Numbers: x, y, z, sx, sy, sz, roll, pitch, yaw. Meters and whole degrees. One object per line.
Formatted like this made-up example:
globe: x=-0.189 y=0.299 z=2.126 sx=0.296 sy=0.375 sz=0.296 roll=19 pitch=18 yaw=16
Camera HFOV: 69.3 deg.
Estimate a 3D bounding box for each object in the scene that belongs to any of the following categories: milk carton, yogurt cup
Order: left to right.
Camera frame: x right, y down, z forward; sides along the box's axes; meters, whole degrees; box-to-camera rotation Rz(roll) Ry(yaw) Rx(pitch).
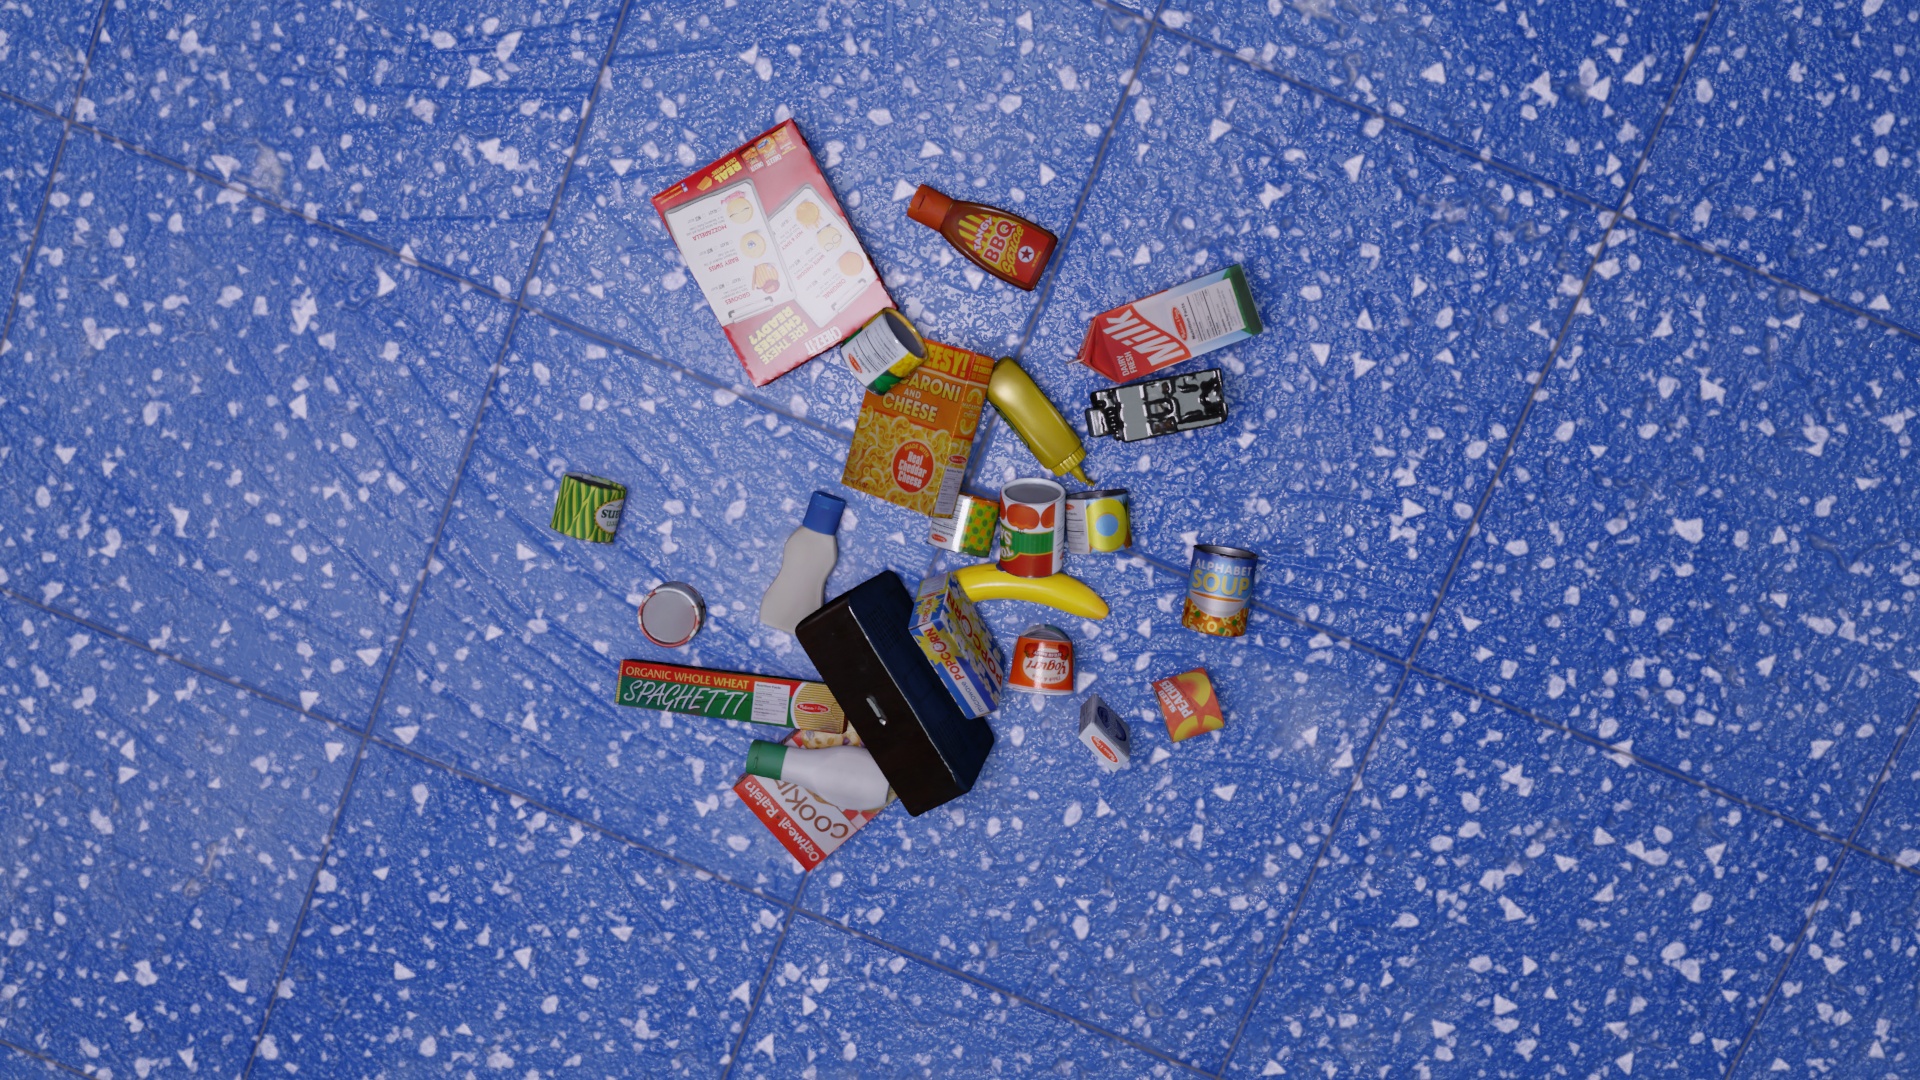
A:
yogurt cup: x=0.083 y=0.125 z=1.402 sx=0.072 sy=0.072 sz=0.054 roll=5 pitch=90 yaw=2
milk carton: x=0.195 y=-0.208 z=1.385 sx=0.190 sy=0.072 sz=0.073 roll=-20 pitch=96 yaw=4

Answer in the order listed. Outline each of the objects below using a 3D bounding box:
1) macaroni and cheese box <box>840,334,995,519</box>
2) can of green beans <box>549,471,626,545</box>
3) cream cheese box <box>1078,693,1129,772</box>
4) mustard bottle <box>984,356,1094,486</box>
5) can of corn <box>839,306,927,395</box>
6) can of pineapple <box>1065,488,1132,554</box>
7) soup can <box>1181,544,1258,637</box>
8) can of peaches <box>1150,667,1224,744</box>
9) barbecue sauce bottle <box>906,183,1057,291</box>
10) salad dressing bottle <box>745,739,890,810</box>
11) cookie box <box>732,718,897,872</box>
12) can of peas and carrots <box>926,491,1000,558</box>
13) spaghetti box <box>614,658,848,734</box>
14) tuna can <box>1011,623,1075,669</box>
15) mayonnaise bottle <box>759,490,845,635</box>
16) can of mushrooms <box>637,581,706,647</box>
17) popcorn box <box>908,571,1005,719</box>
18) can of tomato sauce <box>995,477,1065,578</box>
macaroni and cheese box: x=-0.044 y=-0.119 z=1.394 sx=0.124 sy=0.040 sz=0.166 roll=21 pitch=99 yaw=34
can of green beans: x=-0.384 y=-0.034 z=1.433 sx=0.071 sy=0.071 sz=0.057 roll=17 pitch=98 yaw=0
cream cheese box: x=0.147 y=0.196 z=1.422 sx=0.024 sy=0.104 sz=0.053 roll=-44 pitch=93 yaw=12
mustard bottle: x=0.082 y=-0.113 z=1.407 sx=0.049 sy=0.065 sz=0.160 roll=-40 pitch=98 yaw=3
can of corn: x=-0.073 y=-0.185 z=1.353 sx=0.058 sy=0.071 sz=0.071 roll=-36 pitch=95 yaw=22
can of pineapple: x=0.142 y=-0.020 z=1.414 sx=0.071 sy=0.071 sz=0.057 roll=-6 pitch=98 yaw=3
soup can: x=0.264 y=0.051 z=1.415 sx=0.071 sy=0.071 sz=0.083 roll=8 pitch=98 yaw=1
can of peaches: x=0.234 y=0.169 z=1.432 sx=0.058 sy=0.071 sz=0.071 roll=-18 pitch=96 yaw=4
barbecue sauce bottle: x=0.020 y=-0.309 z=1.393 sx=0.148 sy=0.044 sz=0.064 roll=27 pitch=99 yaw=-1
salad dressing bottle: x=-0.145 y=0.237 z=1.429 sx=0.148 sy=0.044 sz=0.064 roll=12 pitch=98 yaw=2
cookie box: x=-0.139 y=0.250 z=1.472 sx=0.167 sy=0.040 sz=0.123 roll=-41 pitch=94 yaw=7
can of peas and carrots: x=0.005 y=-0.018 z=1.421 sx=0.071 sy=0.071 sz=0.058 roll=14 pitch=95 yaw=0
spaghetti box: x=-0.238 y=0.161 z=1.448 sx=0.250 sy=0.028 sz=0.050 roll=6 pitch=88 yaw=11
tuna can: x=0.088 y=0.123 z=1.451 sx=0.071 sy=0.033 sz=0.071 roll=0 pitch=97 yaw=2
mayonnaise bottle: x=-0.159 y=0.023 z=1.445 sx=0.065 sy=0.041 sz=0.148 roll=19 pitch=97 yaw=-2
can of mushrooms: x=-0.304 y=0.080 z=1.461 sx=0.071 sy=0.033 sz=0.071 roll=0 pitch=97 yaw=1
popcorn box: x=-0.001 y=0.106 z=1.406 sx=0.038 sy=0.085 sz=0.126 roll=-21 pitch=117 yaw=21
can of tomato sauce: x=0.070 y=-0.013 z=1.405 sx=0.071 sy=0.071 sz=0.082 roll=1 pitch=117 yaw=2
